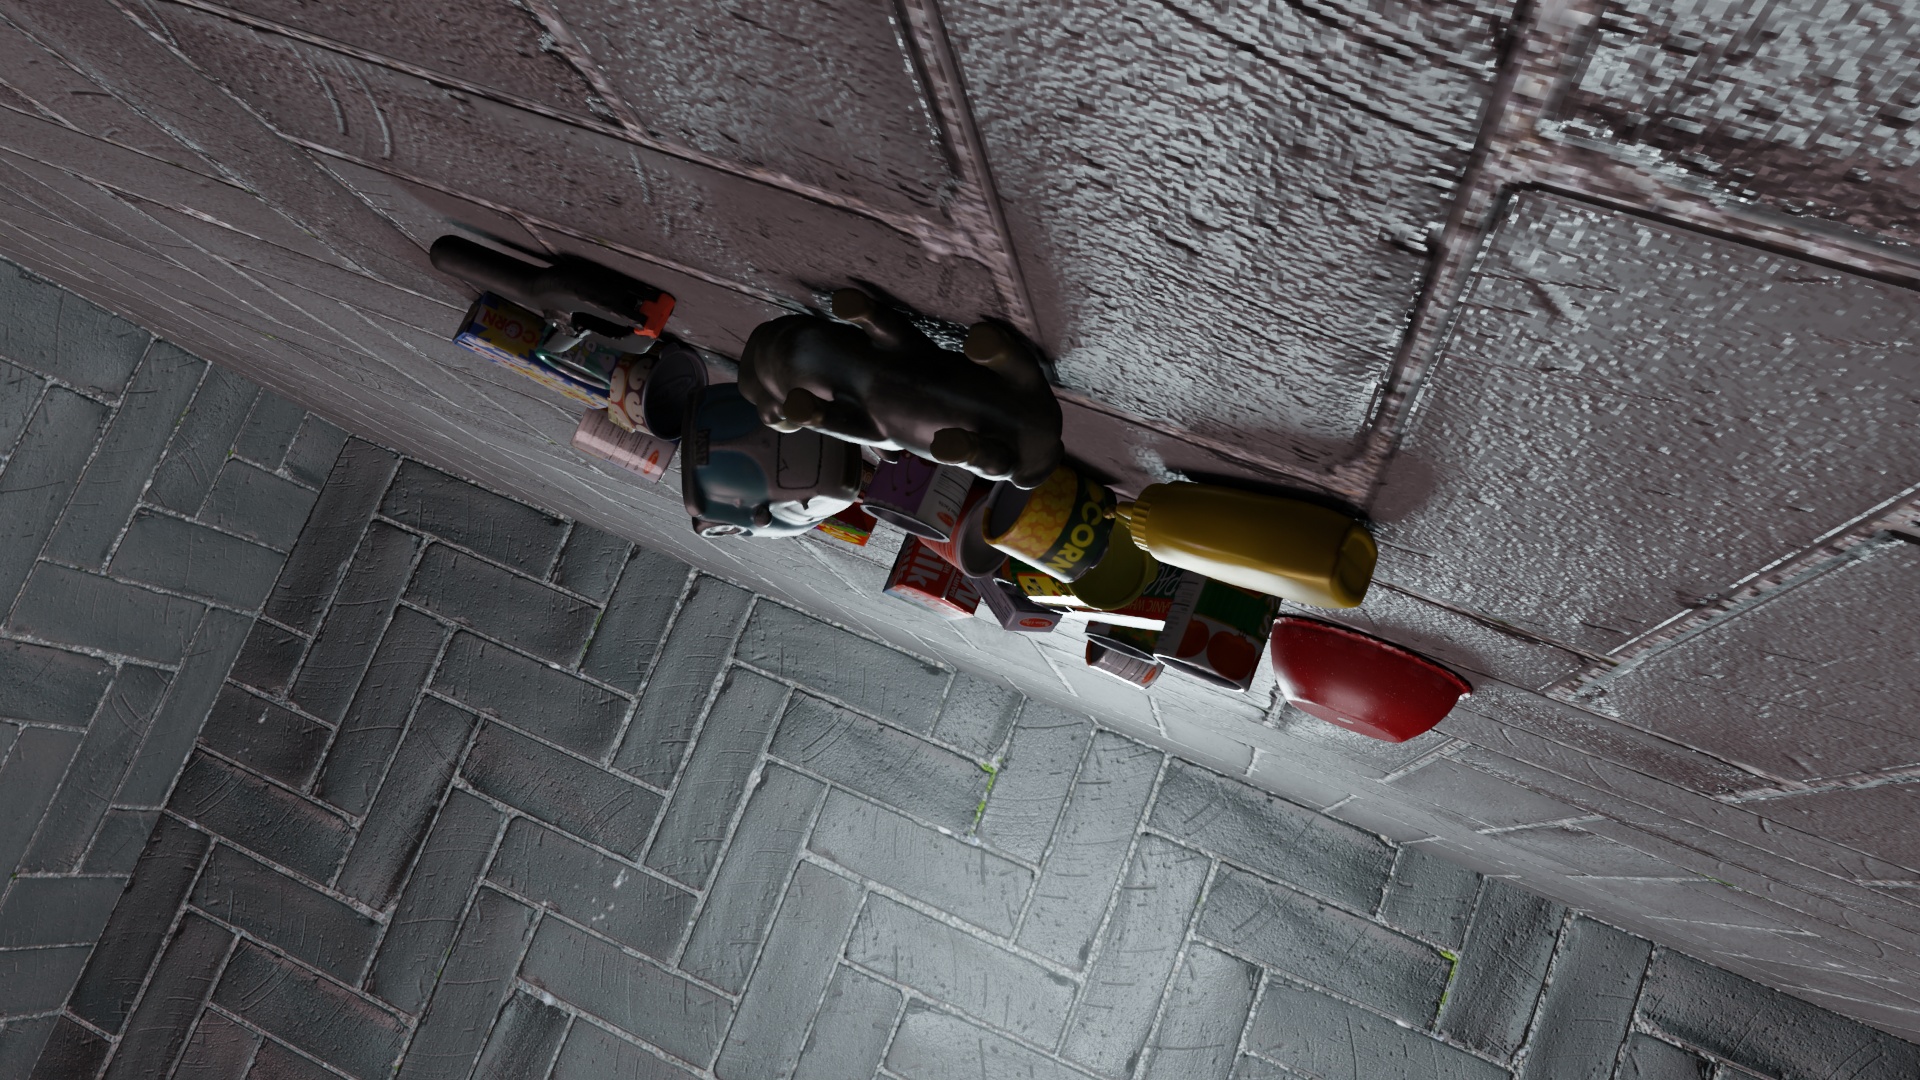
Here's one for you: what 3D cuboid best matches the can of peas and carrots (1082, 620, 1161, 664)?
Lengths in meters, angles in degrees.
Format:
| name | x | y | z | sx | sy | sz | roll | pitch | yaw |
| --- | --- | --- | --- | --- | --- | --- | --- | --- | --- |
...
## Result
| name | x | y | z | sx | sy | sz | roll | pitch | yaw |
| --- | --- | --- | --- | --- | --- | --- | --- | --- | --- |
| can of peas and carrots | 0.143 | 0.063 | 1.139 | 0.071 | 0.059 | 0.071 | 21 | 172 | 3 |

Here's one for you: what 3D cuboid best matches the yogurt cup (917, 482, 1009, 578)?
| name | x | y | z | sx | sy | sz | roll | pitch | yaw |
| --- | --- | --- | --- | --- | --- | --- | --- | --- | --- |
| yogurt cup | 0.004 | -0.013 | 1.018 | 0.054 | 0.072 | 0.072 | 26 | 175 | 36 |

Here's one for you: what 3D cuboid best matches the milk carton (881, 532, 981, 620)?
| name | x | y | z | sx | sy | sz | roll | pitch | yaw |
| --- | --- | --- | --- | --- | --- | --- | --- | --- | --- |
| milk carton | -0.016 | 0.025 | 1.261 | 0.073 | 0.072 | 0.190 | 24 | 171 | -7 |

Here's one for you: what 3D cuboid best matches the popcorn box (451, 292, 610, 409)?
| name | x | y | z | sx | sy | sz | roll | pitch | yaw |
| --- | --- | --- | --- | --- | --- | --- | --- | --- | --- |
| popcorn box | -0.333 | -0.149 | 1.109 | 0.126 | 0.038 | 0.085 | 26 | 172 | -25 |

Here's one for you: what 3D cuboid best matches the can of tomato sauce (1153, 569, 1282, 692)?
| name | x | y | z | sx | sy | sz | roll | pitch | yaw |
| --- | --- | --- | --- | --- | --- | --- | --- | --- | --- |
| can of tomato sauce | 0.172 | 0.049 | 0.902 | 0.071 | 0.083 | 0.071 | 22 | 171 | 4 |

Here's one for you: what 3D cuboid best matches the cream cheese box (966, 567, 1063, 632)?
| name | x | y | z | sx | sy | sz | roll | pitch | yaw |
| --- | --- | --- | --- | --- | --- | --- | --- | --- | --- |
| cream cheese box | 0.035 | 0.031 | 1.125 | 0.053 | 0.024 | 0.104 | 7 | -143 | -42 |

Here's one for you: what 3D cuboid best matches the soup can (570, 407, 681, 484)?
| name | x | y | z | sx | sy | sz | roll | pitch | yaw |
| --- | --- | --- | --- | --- | --- | --- | --- | --- | --- |
| soup can | -0.294 | -0.098 | 1.236 | 0.084 | 0.071 | 0.071 | 26 | 170 | -16 |

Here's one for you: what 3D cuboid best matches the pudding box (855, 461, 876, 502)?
| name | x | y | z | sx | sy | sz | roll | pitch | yaw |
| --- | --- | --- | --- | --- | --- | --- | --- | --- | --- |
| pudding box | -0.109 | -0.056 | 1.139 | 0.049 | 0.030 | 0.083 | 28 | 170 | -37 |

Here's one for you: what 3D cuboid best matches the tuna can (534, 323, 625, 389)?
| name | x | y | z | sx | sy | sz | roll | pitch | yaw |
| --- | --- | --- | --- | --- | --- | --- | --- | --- | --- |
| tuna can | -0.283 | -0.141 | 1.043 | 0.071 | 0.033 | 0.071 | 22 | 172 | 4 |

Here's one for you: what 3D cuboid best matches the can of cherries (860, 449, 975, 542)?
| name | x | y | z | sx | sy | sz | roll | pitch | yaw |
| --- | --- | --- | --- | --- | --- | --- | --- | --- | --- |
| can of cherries | -0.030 | -0.039 | 0.956 | 0.071 | 0.058 | 0.071 | 21 | 172 | 3 |

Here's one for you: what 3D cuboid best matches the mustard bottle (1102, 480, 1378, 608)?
| name | x | y | z | sx | sy | sz | roll | pitch | yaw |
| --- | --- | --- | --- | --- | --- | --- | --- | --- | --- |
| mustard bottle | 0.144 | -0.004 | 0.762 | 0.160 | 0.049 | 0.065 | 16 | 169 | 38 |

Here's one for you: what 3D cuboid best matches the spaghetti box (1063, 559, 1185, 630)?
| name | x | y | z | sx | sy | sz | roll | pitch | yaw |
| --- | --- | --- | --- | --- | --- | --- | --- | --- | --- |
| spaghetti box | 0.125 | 0.039 | 1.070 | 0.028 | 0.050 | 0.250 | 24 | 171 | -23 |

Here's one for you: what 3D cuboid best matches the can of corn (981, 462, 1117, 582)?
| name | x | y | z | sx | sy | sz | roll | pitch | yaw |
| --- | --- | --- | --- | --- | --- | --- | --- | --- | --- |
| can of corn | 0.055 | -0.015 | 0.856 | 0.058 | 0.071 | 0.071 | 26 | 170 | -21 |

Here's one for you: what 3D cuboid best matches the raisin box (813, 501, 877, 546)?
| name | x | y | z | sx | sy | sz | roll | pitch | yaw |
| --- | --- | --- | --- | --- | --- | --- | --- | --- | --- |
| raisin box | -0.118 | -0.031 | 1.284 | 0.086 | 0.040 | 0.123 | 22 | 172 | -4 |

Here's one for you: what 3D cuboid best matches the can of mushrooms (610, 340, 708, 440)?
| name | x | y | z | sx | sy | sz | roll | pitch | yaw |
| --- | --- | --- | --- | --- | --- | --- | --- | --- | --- |
| can of mushrooms | -0.210 | -0.108 | 0.967 | 0.033 | 0.071 | 0.071 | 18 | 170 | 28 |

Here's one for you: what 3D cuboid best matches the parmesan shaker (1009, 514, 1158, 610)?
| name | x | y | z | sx | sy | sz | roll | pitch | yaw |
| --- | --- | --- | --- | --- | --- | --- | --- | --- | --- |
| parmesan shaker | 0.084 | 0.015 | 0.974 | 0.071 | 0.071 | 0.103 | 25 | 171 | -16 |

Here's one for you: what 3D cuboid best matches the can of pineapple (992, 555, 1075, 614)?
| name | x | y | z | sx | sy | sz | roll | pitch | yaw |
| --- | --- | --- | --- | --- | --- | --- | --- | --- | --- |
| can of pineapple | 0.065 | 0.017 | 1.057 | 0.071 | 0.058 | 0.071 | 21 | 171 | 4 |

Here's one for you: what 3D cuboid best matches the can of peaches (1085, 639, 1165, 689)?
| name | x | y | z | sx | sy | sz | roll | pitch | yaw |
| --- | --- | --- | --- | --- | --- | --- | --- | --- | --- |
| can of peaches | 0.157 | 0.097 | 1.300 | 0.058 | 0.071 | 0.071 | 24 | 171 | -13 |

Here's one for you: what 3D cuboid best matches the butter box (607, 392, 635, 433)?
| name | x | y | z | sx | sy | sz | roll | pitch | yaw |
| --- | --- | --- | --- | --- | --- | --- | --- | --- | --- |
| butter box | -0.241 | -0.115 | 1.035 | 0.024 | 0.053 | 0.103 | 27 | 170 | -10 |
